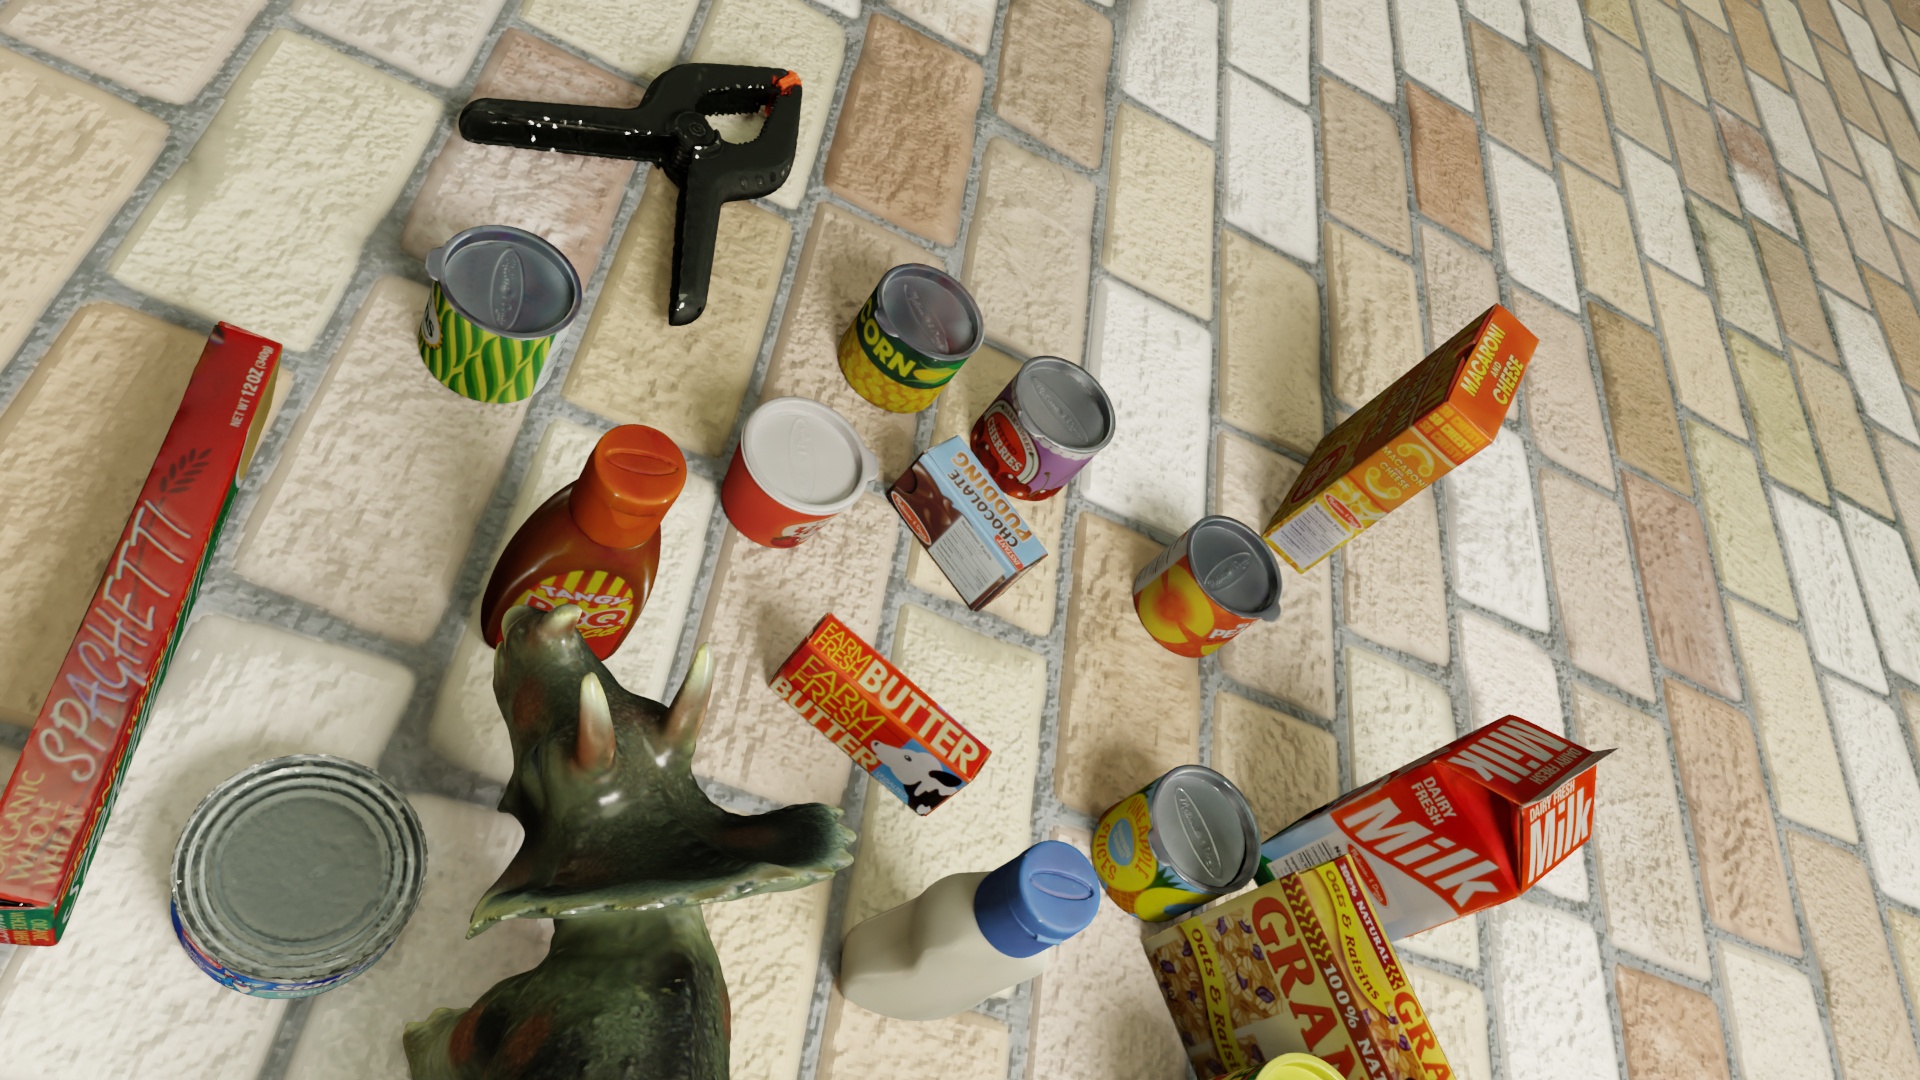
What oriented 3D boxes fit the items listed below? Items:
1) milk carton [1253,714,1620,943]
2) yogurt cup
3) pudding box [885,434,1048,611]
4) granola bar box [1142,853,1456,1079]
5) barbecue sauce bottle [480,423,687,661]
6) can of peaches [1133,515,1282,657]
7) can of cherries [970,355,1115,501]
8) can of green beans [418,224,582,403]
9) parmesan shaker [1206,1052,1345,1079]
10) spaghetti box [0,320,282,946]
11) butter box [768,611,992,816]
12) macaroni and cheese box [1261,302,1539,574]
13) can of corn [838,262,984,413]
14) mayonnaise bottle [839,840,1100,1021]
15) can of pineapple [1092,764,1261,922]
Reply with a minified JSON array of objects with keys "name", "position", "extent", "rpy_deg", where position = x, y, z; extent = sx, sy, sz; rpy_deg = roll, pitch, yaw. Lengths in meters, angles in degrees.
[{"name":"milk carton","position":[0.239,0.149,0.701],"extent":[0.072,0.189,0.073],"rpy_deg":[-18,72,-38]},{"name":"yogurt cup","position":[-0.087,-0.031,0.707],"extent":[0.072,0.053,0.073],"rpy_deg":[16,54,-23]},{"name":"pudding box","position":[0.003,-0.009,0.751],"extent":[0.030,0.049,0.084],"rpy_deg":[-31,80,-40]},{"name":"granola bar box","position":[0.164,0.243,0.639],"extent":[0.039,0.123,0.166],"rpy_deg":[-8,66,-35]},{"name":"barbecue sauce bottle","position":[-0.154,0.005,0.580],"extent":[0.065,0.147,0.044],"rpy_deg":[10,57,-26]},{"name":"can of peaches","position":[0.144,0.030,0.807],"extent":[0.071,0.057,0.071],"rpy_deg":[16,54,-23]},{"name":"can of cherries","position":[0.045,-0.064,0.805],"extent":[0.071,0.058,0.072],"rpy_deg":[16,54,-23]},{"name":"can of green beans","position":[-0.223,-0.108,0.670],"extent":[0.071,0.057,0.071],"rpy_deg":[16,54,-23]},{"name":"parmesan shaker","position":[0.119,0.270,0.609],"extent":[0.071,0.102,0.071],"rpy_deg":[16,54,-23]},{"name":"spaghetti box","position":[-0.314,0.027,0.533],"extent":[0.029,0.050,0.251],"rpy_deg":[18,54,-22]},{"name":"butter box","position":[-0.040,0.084,0.663],"extent":[0.103,0.053,0.024],"rpy_deg":[41,49,-2]},{"name":"macaroni and cheese box","position":[0.274,-0.063,0.874],"extent":[0.040,0.165,0.124],"rpy_deg":[42,49,-2]},{"name":"can of corn","position":[-0.031,-0.113,0.791],"extent":[0.071,0.058,0.071],"rpy_deg":[16,54,-23]},{"name":"mayonnaise bottle","position":[0.005,0.164,0.576],"extent":[0.065,0.147,0.041],"rpy_deg":[18,54,-21]},{"name":"can of pineapple","position":[0.107,0.154,0.705],"extent":[0.071,0.057,0.071],"rpy_deg":[16,54,-23]}]
